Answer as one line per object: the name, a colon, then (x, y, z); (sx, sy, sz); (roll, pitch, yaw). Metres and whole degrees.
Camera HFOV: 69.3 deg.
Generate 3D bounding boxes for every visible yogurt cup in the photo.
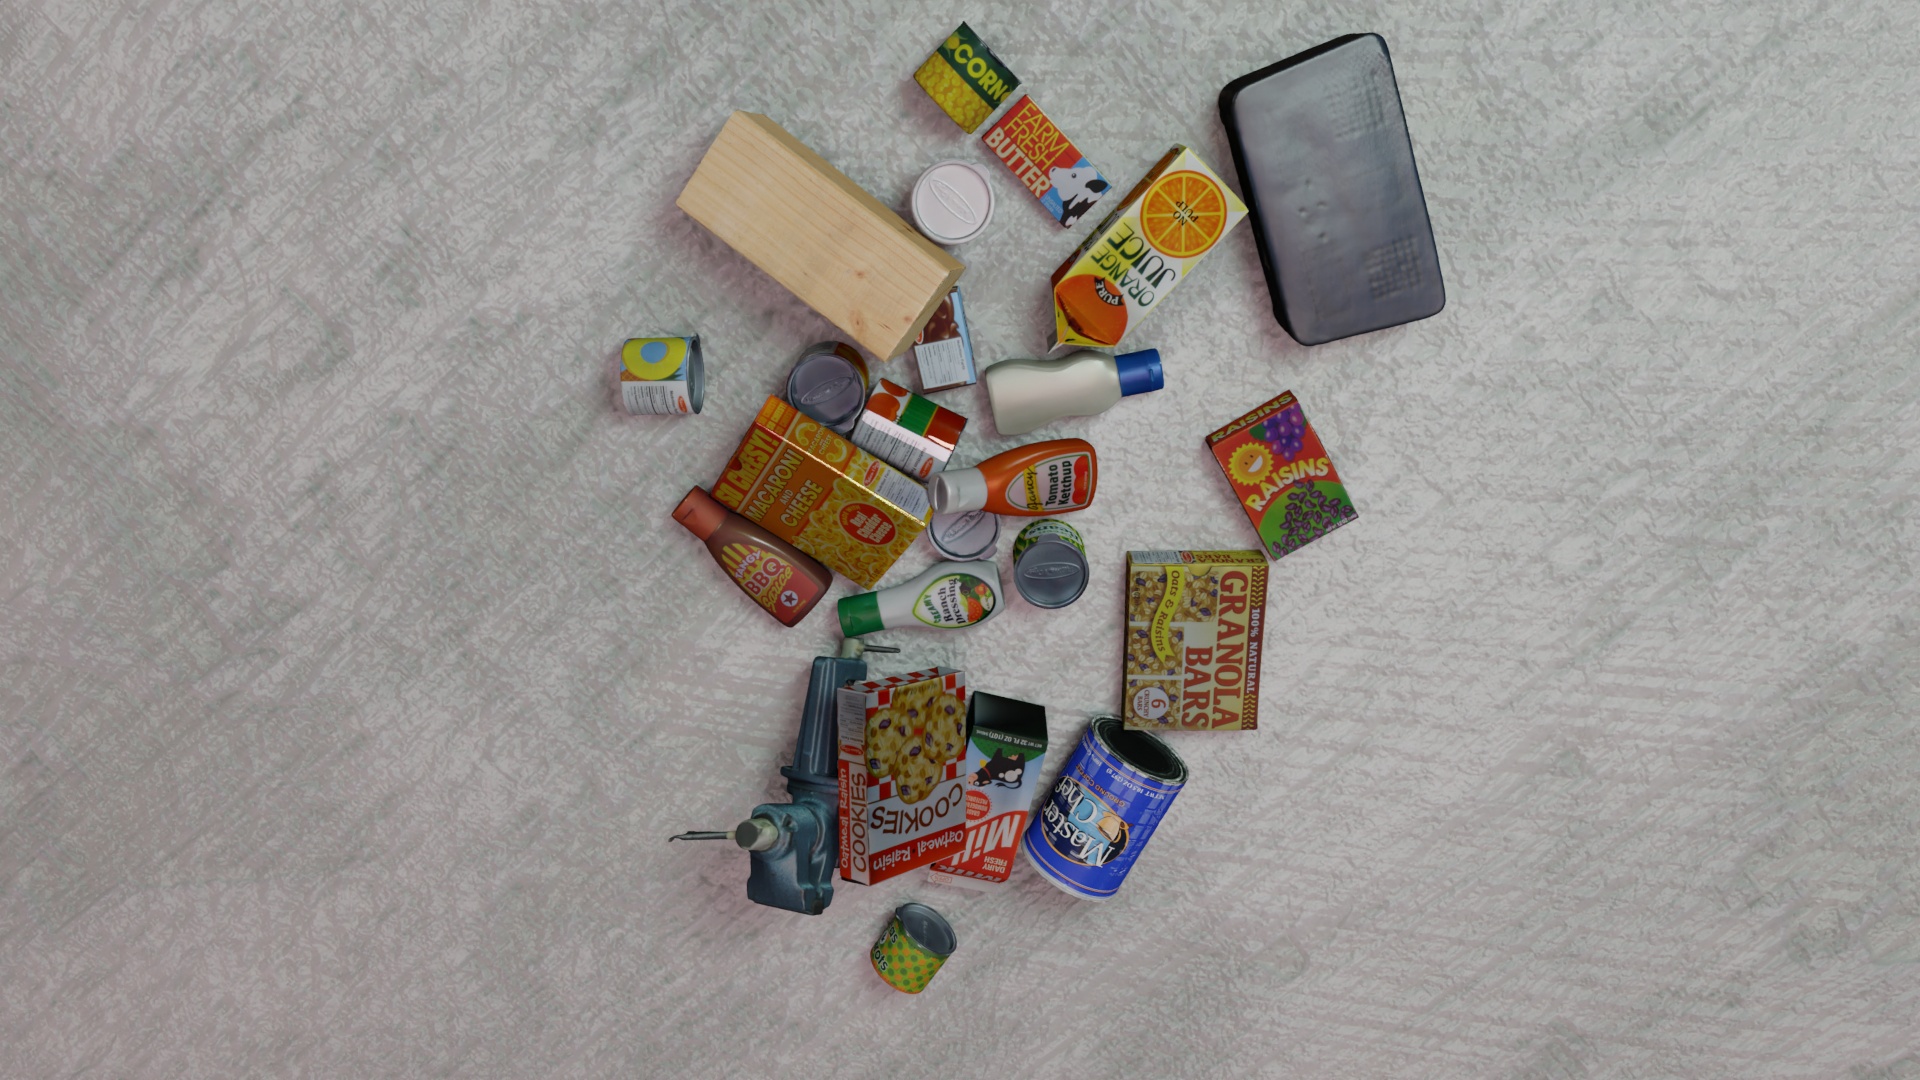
yogurt cup: (-0.006, -0.278, 1.133); (0.072, 0.054, 0.072); (0, 109, 1)

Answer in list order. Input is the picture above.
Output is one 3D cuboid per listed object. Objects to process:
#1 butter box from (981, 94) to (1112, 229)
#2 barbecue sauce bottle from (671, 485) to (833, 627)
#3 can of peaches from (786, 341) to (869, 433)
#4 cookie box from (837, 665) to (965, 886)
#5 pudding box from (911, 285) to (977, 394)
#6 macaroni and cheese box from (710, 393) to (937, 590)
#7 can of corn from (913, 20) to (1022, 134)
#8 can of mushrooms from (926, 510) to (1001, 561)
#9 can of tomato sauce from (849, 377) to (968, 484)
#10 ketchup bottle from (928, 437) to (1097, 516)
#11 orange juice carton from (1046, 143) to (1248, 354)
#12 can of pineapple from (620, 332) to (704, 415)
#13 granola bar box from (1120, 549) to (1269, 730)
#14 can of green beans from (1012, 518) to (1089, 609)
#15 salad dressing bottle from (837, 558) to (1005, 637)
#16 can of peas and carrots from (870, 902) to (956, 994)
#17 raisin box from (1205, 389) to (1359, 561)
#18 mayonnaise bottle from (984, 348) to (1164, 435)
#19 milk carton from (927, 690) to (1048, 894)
butter box: (0.071, -0.310, 1.137); (0.053, 0.024, 0.103); (-43, 104, 13)
barbecue sauce bottle: (-0.188, 0.010, 1.238); (0.148, 0.044, 0.064); (40, 113, -12)
can of peaches: (-0.111, -0.131, 1.182); (0.071, 0.058, 0.071); (0, 109, 0)
cookie box: (-0.050, 0.203, 1.210); (0.040, 0.123, 0.167); (5, 98, 42)
pudding box: (-0.017, -0.171, 1.182); (0.050, 0.030, 0.083); (-11, 108, 5)
macaroni and cheese box: (-0.118, -0.038, 1.191); (0.166, 0.040, 0.123); (31, 141, -10)
can of corn: (0.005, -0.363, 1.095); (0.058, 0.071, 0.071); (-43, 103, 14)
can of mushrooms: (0.004, -0.015, 1.233); (0.071, 0.033, 0.070); (0, 108, 0)
can of tomato sauce: (-0.044, -0.094, 1.189); (0.083, 0.071, 0.071); (26, 107, -4)
ketchup bottle: (0.045, -0.049, 1.181); (0.149, 0.043, 0.064); (-9, 113, -29)
orange juice carton: (0.138, -0.228, 1.139); (0.073, 0.072, 0.192); (42, 104, -12)
can of pineapple: (-0.252, -0.141, 1.177); (0.058, 0.071, 0.070); (-1, 109, 1)
granola bar box: (0.211, 0.092, 1.265); (0.124, 0.039, 0.165); (0, 109, 0)
can of green beans: (0.080, 0.020, 1.231); (0.071, 0.058, 0.071); (0, 109, 1)
salad dressing bottle: (-0.035, 0.056, 1.252); (0.148, 0.044, 0.064); (-12, 110, 5)
can of peas and carrots: (-0.048, 0.398, 1.357); (0.071, 0.071, 0.058); (32, 107, -10)
raisin box: (0.281, -0.056, 1.214); (0.086, 0.040, 0.123); (-29, 107, 11)
mayonnaise bottle: (0.098, -0.133, 1.189); (0.148, 0.041, 0.064); (-11, 110, 3)
milk carton: (0.023, 0.246, 1.301); (0.072, 0.074, 0.189); (12, 109, -4)
